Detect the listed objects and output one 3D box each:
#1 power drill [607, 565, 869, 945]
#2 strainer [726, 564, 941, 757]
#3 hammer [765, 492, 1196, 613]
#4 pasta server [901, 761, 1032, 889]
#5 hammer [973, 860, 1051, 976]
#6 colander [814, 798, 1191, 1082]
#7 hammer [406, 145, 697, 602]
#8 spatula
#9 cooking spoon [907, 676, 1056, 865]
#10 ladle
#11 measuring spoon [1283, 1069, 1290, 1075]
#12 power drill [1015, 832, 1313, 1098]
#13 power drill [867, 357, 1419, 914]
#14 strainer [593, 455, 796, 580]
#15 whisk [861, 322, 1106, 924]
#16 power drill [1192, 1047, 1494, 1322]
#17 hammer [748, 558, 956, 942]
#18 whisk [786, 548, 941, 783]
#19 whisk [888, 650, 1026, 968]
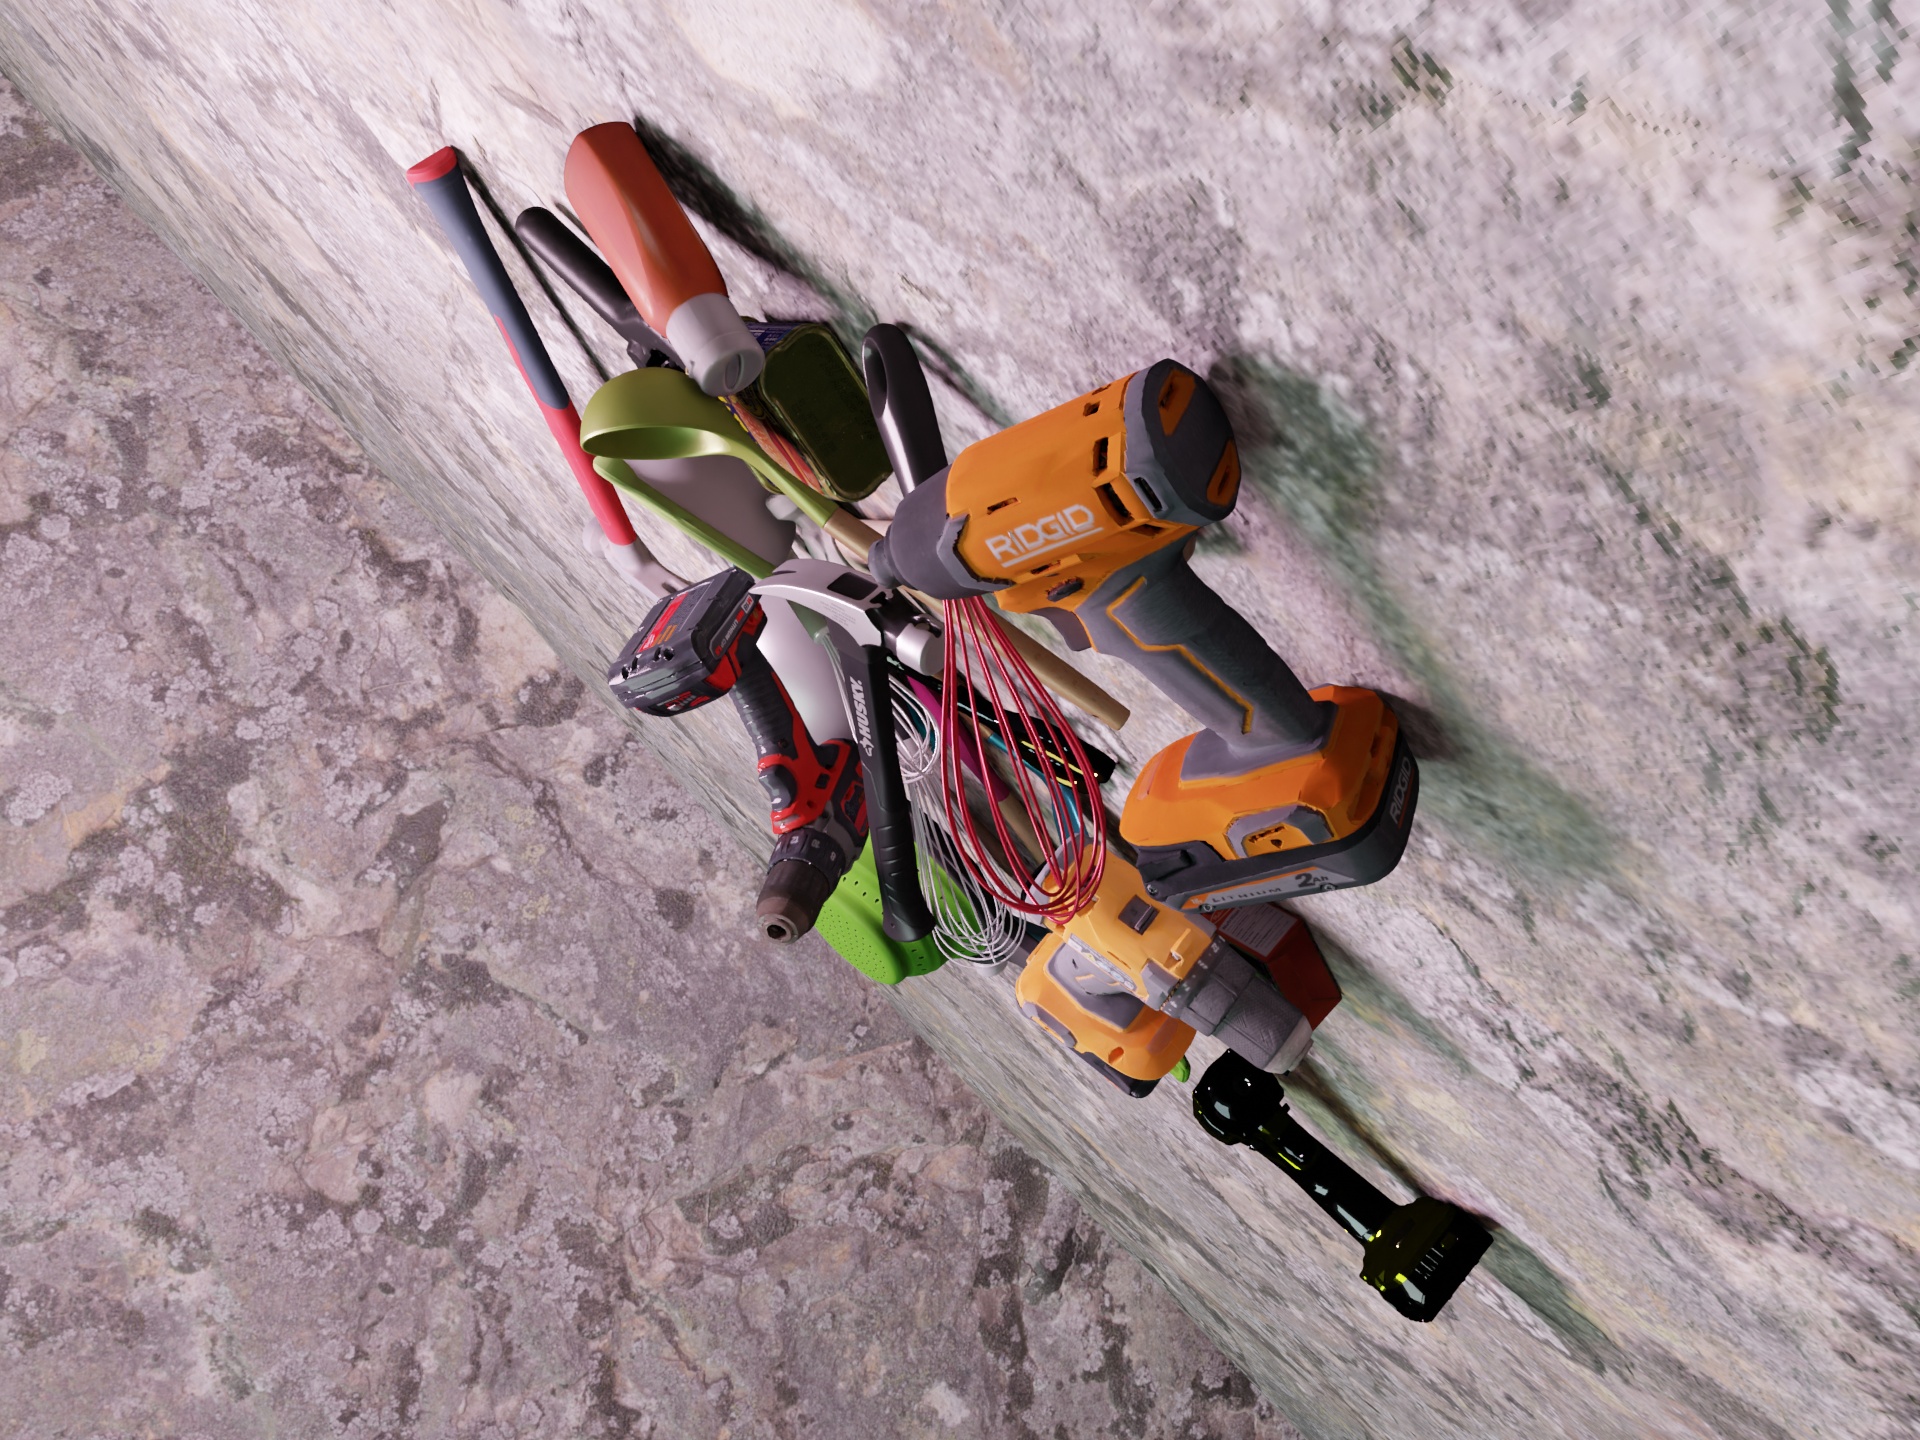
[{"bbox_3d":[-0.143,0.028,1.109,0.080,0.188,0.226,-20,118,28],"label":"power drill"},{"bbox_3d":[-0.170,-0.071,1.240,0.340,0.095,0.211,48,168,-25],"label":"strainer"},{"bbox_3d":[0.009,-0.085,0.856,0.146,0.038,0.411,49,165,-19],"label":"hammer"},{"bbox_3d":[0.024,0.115,1.366,0.316,0.040,0.060,44,150,9],"label":"pasta server"},{"bbox_3d":[0.101,0.191,1.271,0.331,0.033,0.128,13,136,49],"label":"hammer"},{"bbox_3d":[-0.001,0.188,1.266,0.397,0.094,0.204,34,154,24],"label":"colander"},{"bbox_3d":[-0.304,-0.246,1.201,0.143,0.038,0.385,34,155,38],"label":"hammer"},{"bbox_3d":[-0.002,-0.004,1.097,0.317,0.044,0.082,46,167,2],"label":"spatula"},{"bbox_3d":[0.045,0.075,1.234,0.318,0.017,0.069,54,172,-30],"label":"cooking spoon"},{"bbox_3d":[-0.052,-0.080,0.822,0.320,0.062,0.078,34,174,-4],"label":"ladle"},{"bbox_3d":[0.220,0.237,1.208,0.042,0.021,0.129,38,176,-11],"label":"measuring spoon"},{"bbox_3d":[0.122,0.173,1.009,0.185,0.084,0.226,36,159,13],"label":"power drill"},{"bbox_3d":[0.072,-0.025,0.652,0.164,0.084,0.226,-16,122,39],"label":"power drill"},{"bbox_3d":[-0.169,-0.157,1.006,0.151,0.069,0.256,34,-178,6],"label":"strainer"},{"bbox_3d":[0.003,-0.046,0.746,0.073,0.073,0.296,151,102,-75],"label":"whisk"},{"bbox_3d":[0.267,0.331,1.162,0.223,0.080,0.171,39,170,17],"label":"power drill"},{"bbox_3d":[-0.056,0.034,1.051,0.146,0.035,0.334,29,145,30],"label":"hammer"},{"bbox_3d":[-0.088,-0.056,1.125,0.246,0.058,0.059,55,-166,20],"label":"whisk"},{"bbox_3d":[-0.024,0.049,1.166,0.284,0.070,0.070,69,163,-5],"label":"whisk"}]
